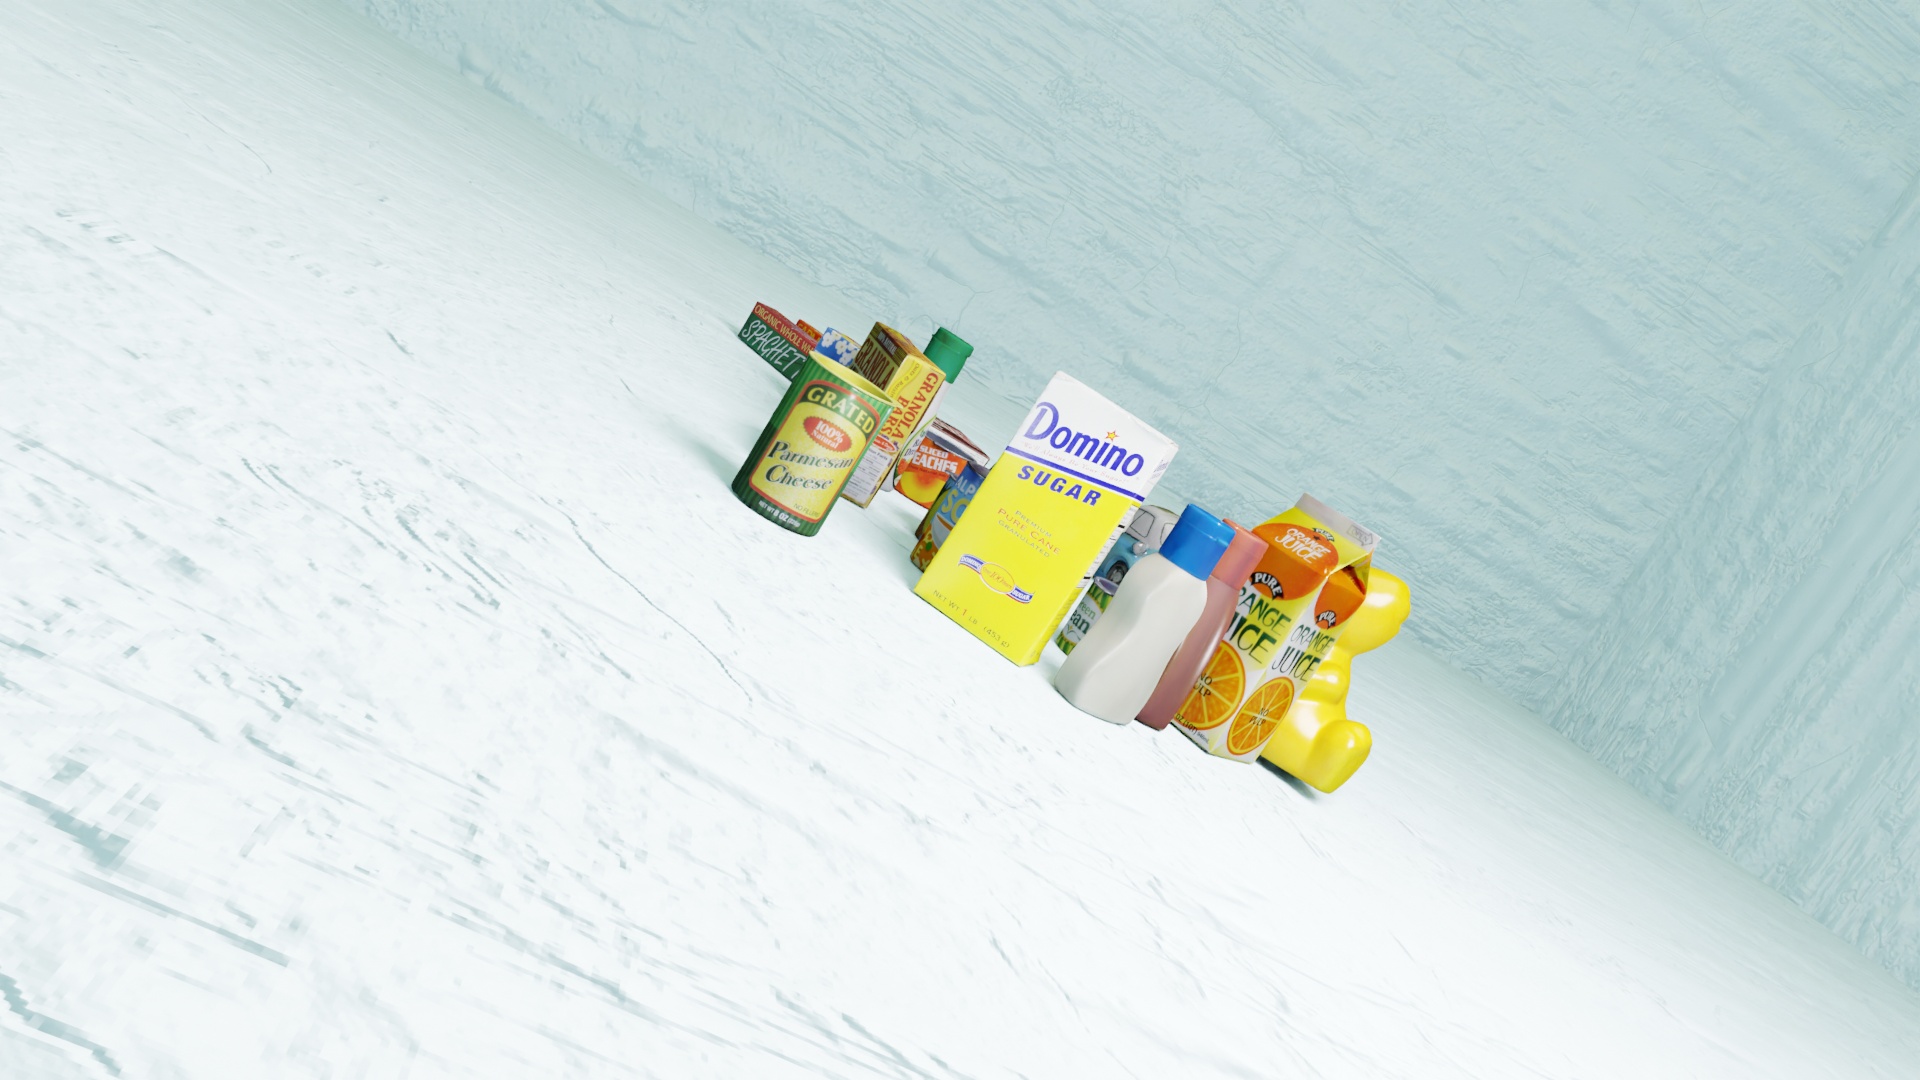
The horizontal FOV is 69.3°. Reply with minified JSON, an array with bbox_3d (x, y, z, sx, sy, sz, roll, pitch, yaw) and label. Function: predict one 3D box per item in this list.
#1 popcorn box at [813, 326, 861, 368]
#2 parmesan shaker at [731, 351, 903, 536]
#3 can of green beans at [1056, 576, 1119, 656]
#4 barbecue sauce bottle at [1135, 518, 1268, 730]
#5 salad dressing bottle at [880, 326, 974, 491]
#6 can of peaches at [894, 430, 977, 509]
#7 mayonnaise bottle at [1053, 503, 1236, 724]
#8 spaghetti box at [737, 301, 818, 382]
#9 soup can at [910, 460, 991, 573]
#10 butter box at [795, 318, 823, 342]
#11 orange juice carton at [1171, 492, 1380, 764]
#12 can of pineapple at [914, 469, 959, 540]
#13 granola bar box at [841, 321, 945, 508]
[{"bbox_3d":[-0.102,-0.139,1.336,0.127,0.085,0.038,39,11,38],"label":"popcorn box"},{"bbox_3d":[-0.093,-0.060,0.901,0.071,0.103,0.071,31,9,-5],"label":"parmesan shaker"},{"bbox_3d":[0.113,0.068,1.032,0.071,0.057,0.071,31,9,-5],"label":"can of green beans"},{"bbox_3d":[0.158,0.056,0.964,0.043,0.148,0.065,28,10,-25],"label":"barbecue sauce bottle"},{"bbox_3d":[-0.041,-0.115,1.213,0.044,0.147,0.064,32,9,4],"label":"salad dressing bottle"},{"bbox_3d":[-0.028,-0.064,1.269,0.071,0.058,0.071,31,9,-5],"label":"can of peaches"},{"bbox_3d":[0.123,0.047,0.897,0.065,0.148,0.041,25,11,-39],"label":"mayonnaise bottle"},{"bbox_3d":[-0.167,-0.192,1.514,0.028,0.050,0.251,22,13,-46],"label":"spaghetti box"},{"bbox_3d":[0.011,-0.006,1.012,0.071,0.083,0.071,31,9,-5],"label":"soup can"},{"bbox_3d":[-0.166,-0.212,1.609,0.024,0.053,0.104,22,14,-49],"label":"butter box"},{"bbox_3d":[0.223,0.061,1.007,0.072,0.192,0.073,39,11,39],"label":"orange juice carton"},{"bbox_3d":[0.004,-0.014,1.111,0.071,0.057,0.071,31,9,-5],"label":"can of pineapple"},{"bbox_3d":[-0.073,-0.107,1.145,0.039,0.124,0.166,29,10,-19],"label":"granola bar box"}]
